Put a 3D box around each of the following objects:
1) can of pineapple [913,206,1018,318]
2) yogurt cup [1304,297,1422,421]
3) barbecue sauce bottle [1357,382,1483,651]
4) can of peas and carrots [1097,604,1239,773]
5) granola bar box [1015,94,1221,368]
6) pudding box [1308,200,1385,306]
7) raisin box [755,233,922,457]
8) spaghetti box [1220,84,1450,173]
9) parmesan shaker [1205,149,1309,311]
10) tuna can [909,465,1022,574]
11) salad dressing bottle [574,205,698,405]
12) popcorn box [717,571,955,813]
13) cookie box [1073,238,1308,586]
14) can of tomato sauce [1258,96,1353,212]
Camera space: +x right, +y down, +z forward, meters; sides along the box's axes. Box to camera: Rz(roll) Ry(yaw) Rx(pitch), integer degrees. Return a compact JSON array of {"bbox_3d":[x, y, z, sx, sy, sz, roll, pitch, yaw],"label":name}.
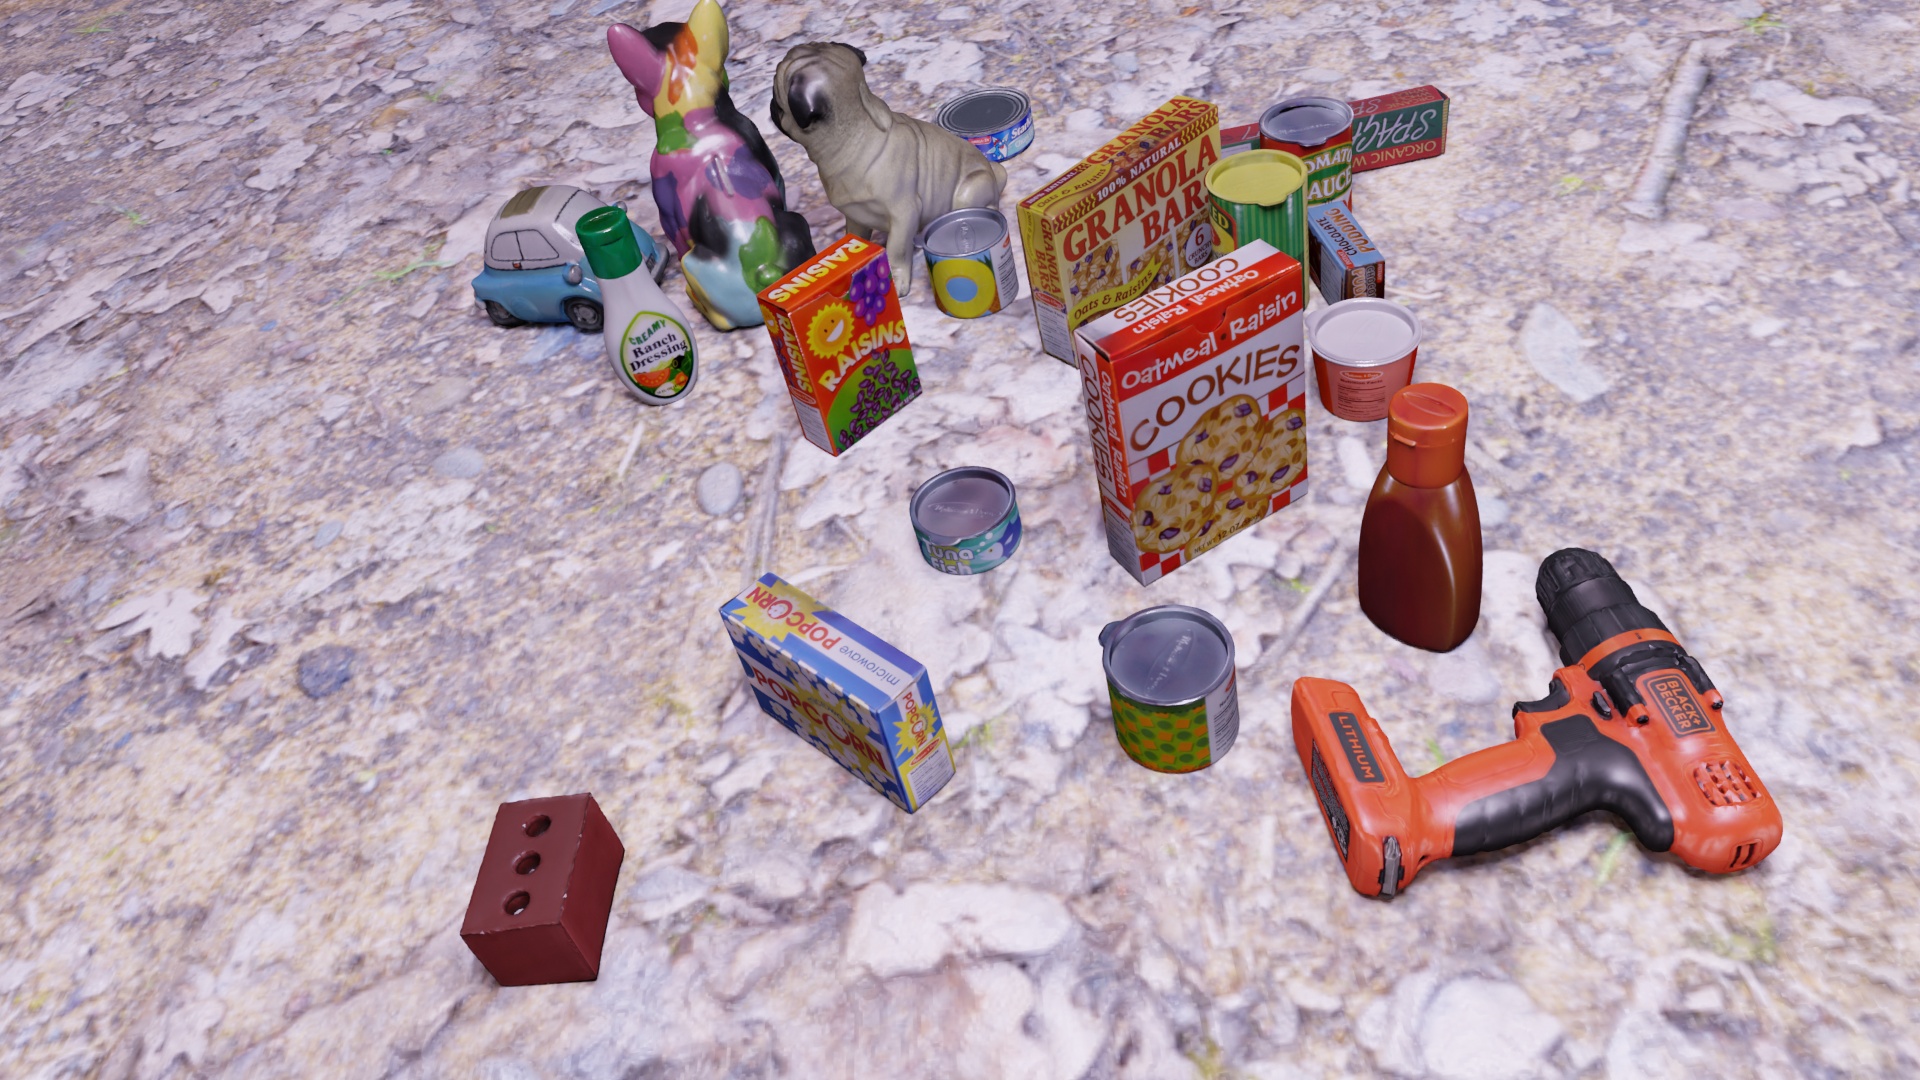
[{"bbox_3d":[0.006,-0.208,1.041,0.071,0.057,0.071,-8,43,7],"label":"can of pineapple"},{"bbox_3d":[0.254,-0.112,0.875,0.072,0.053,0.073,-8,43,7],"label":"yogurt cup"},{"bbox_3d":[0.234,-0.011,0.704,0.044,0.147,0.065,-37,47,-23],"label":"barbecue sauce bottle"},{"bbox_3d":[0.106,0.076,0.712,0.071,0.058,0.071,-8,43,7],"label":"can of peas and carrots"},{"bbox_3d":[0.117,-0.217,0.971,0.166,0.123,0.039,-39,48,-24],"label":"granola bar box"},{"bbox_3d":[0.264,-0.192,0.960,0.030,0.049,0.084,-14,42,0],"label":"pudding box"},{"bbox_3d":[-0.079,-0.130,0.933,0.086,0.122,0.040,-39,48,-24],"label":"raisin box"},{"bbox_3d":[0.251,-0.301,1.079,0.250,0.050,0.029,-11,43,3],"label":"spaghetti box"},{"bbox_3d":[0.205,-0.203,0.948,0.071,0.102,0.072,-8,43,7],"label":"parmesan shaker"},{"bbox_3d":[0.003,-0.011,0.851,0.071,0.032,0.071,-8,43,7],"label":"tuna can"},{"bbox_3d":[-0.233,-0.167,0.995,0.064,0.147,0.044,-27,44,-13],"label":"salad dressing bottle"},{"bbox_3d":[-0.065,0.079,0.735,0.127,0.084,0.038,27,57,36],"label":"popcorn box"},{"bbox_3d":[0.134,-0.068,0.777,0.123,0.166,0.040,-28,44,-15],"label":"cookie box"},{"bbox_3d":[0.256,-0.272,1.023,0.071,0.082,0.071,-8,43,7],"label":"can of tomato sauce"}]
